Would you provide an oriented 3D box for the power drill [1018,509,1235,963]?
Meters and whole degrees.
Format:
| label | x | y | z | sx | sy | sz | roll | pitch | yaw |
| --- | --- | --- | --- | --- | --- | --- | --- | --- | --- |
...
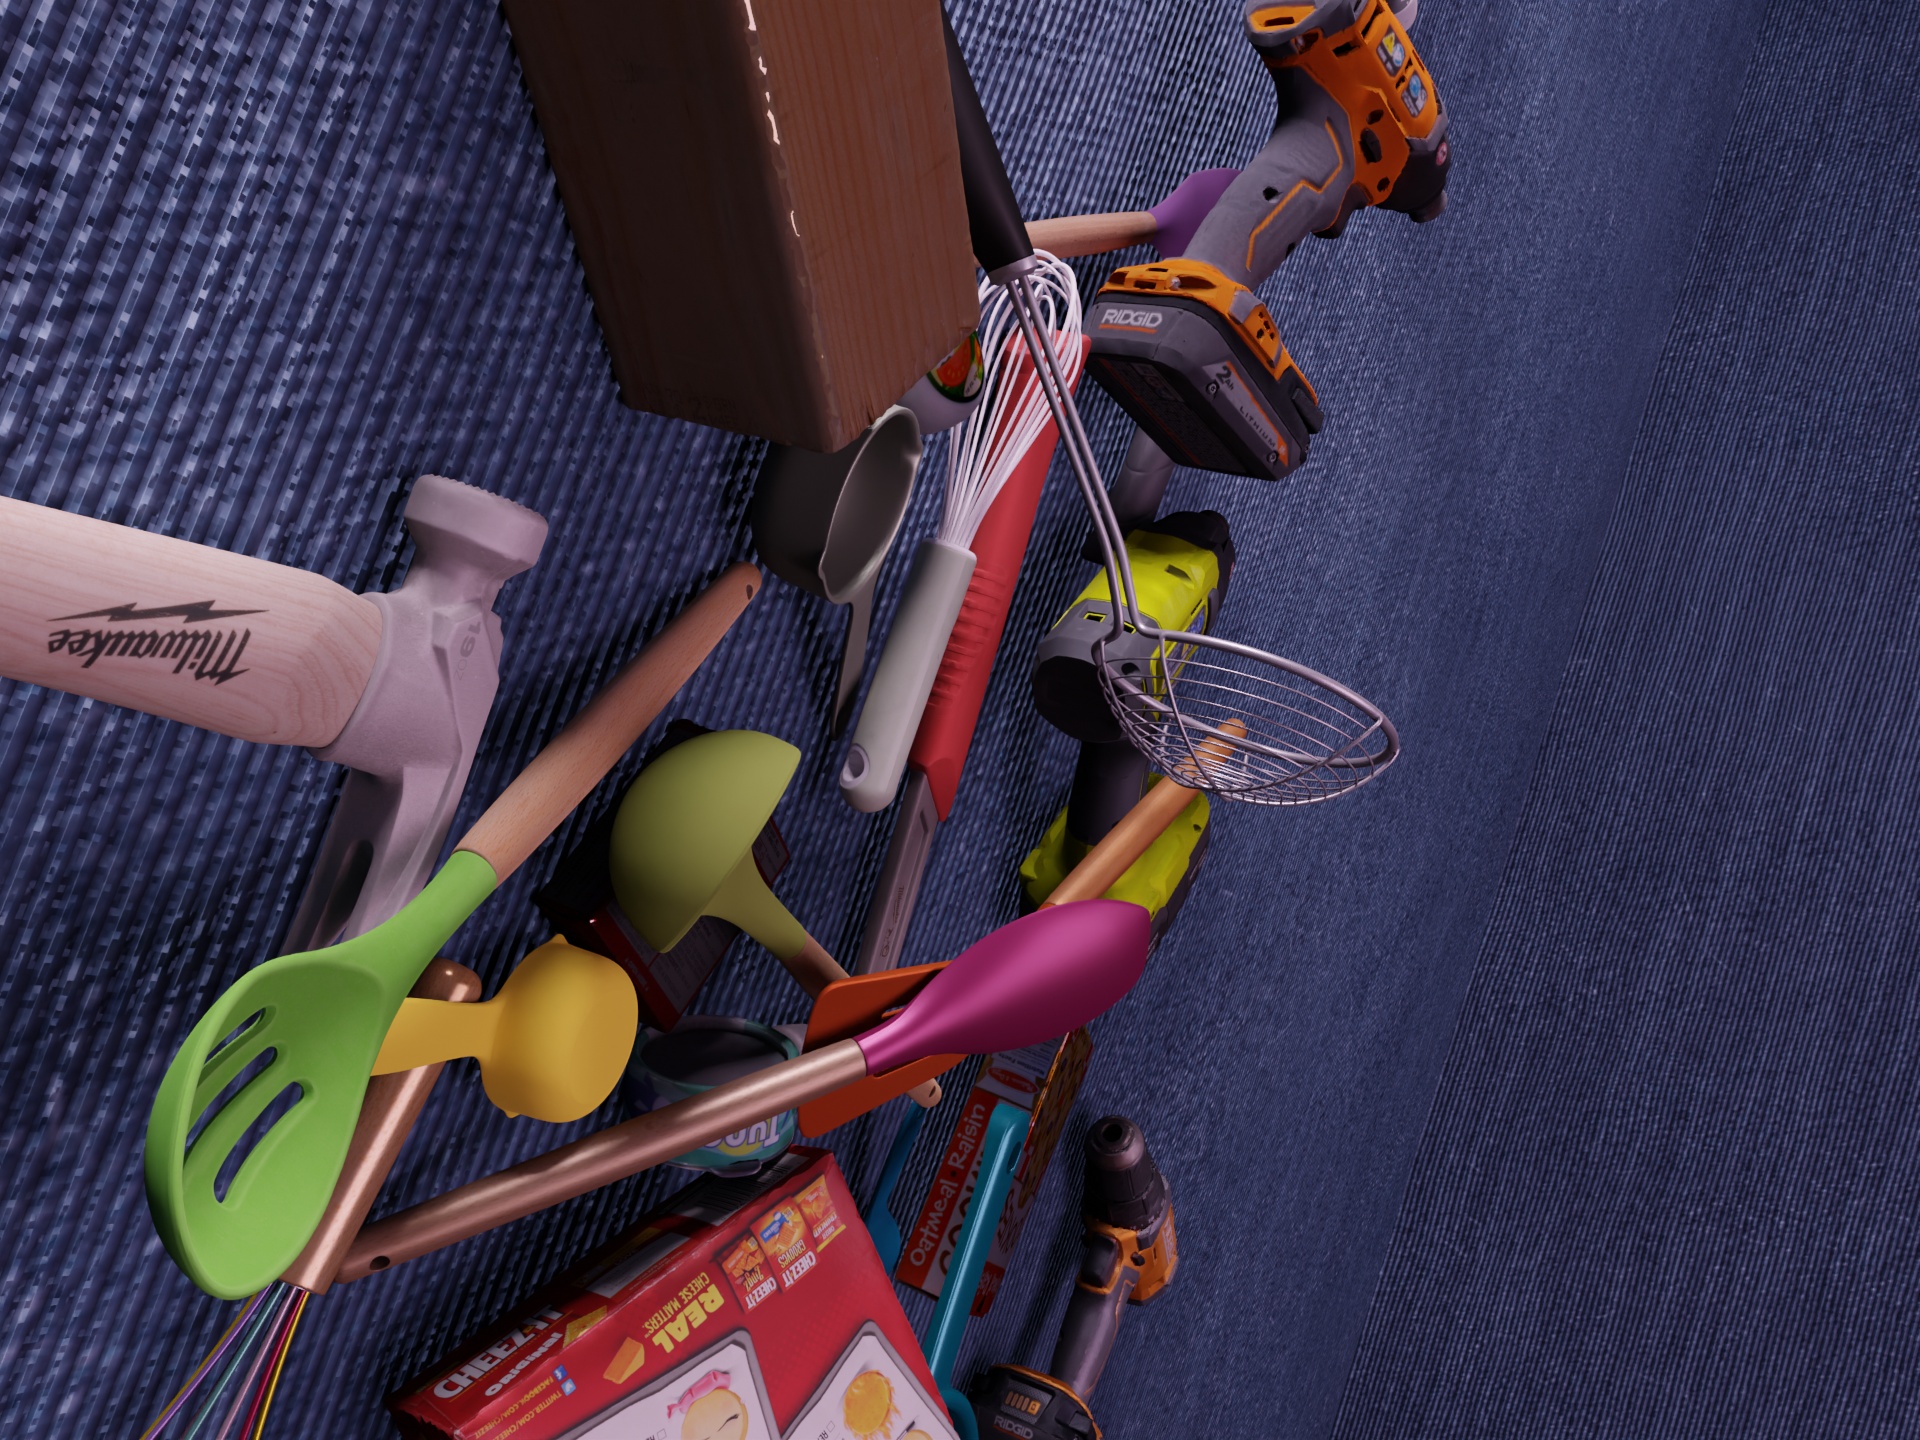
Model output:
| label | x | y | z | sx | sy | sz | roll | pitch | yaw |
| --- | --- | --- | --- | --- | --- | --- | --- | --- | --- |
| power drill | 0.093 | 0.008 | 0.836 | 0.171 | 0.080 | 0.223 | -50 | 151 | -44 |

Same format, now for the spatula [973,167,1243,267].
| label | x | y | z | sx | sy | sz | roll | pitch | yaw |
| --- | --- | --- | --- | --- | --- | --- | --- | --- | --- |
| spatula | 0.078 | -0.236 | 0.774 | 0.316 | 0.018 | 0.059 | -30 | 133 | -54 |

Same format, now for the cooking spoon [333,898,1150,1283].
| label | x | y | z | sx | sy | sz | roll | pitch | yaw |
| --- | --- | --- | --- | --- | --- | --- | --- | --- | --- |
| cooking spoon | -0.059 | 0.129 | 0.563 | 0.319 | 0.017 | 0.068 | -16 | 126 | -27 |

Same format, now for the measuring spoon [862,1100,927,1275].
| label | x | y | z | sx | sy | sz | roll | pitch | yaw |
| --- | --- | --- | --- | --- | --- | --- | --- | --- | --- |
| measuring spoon | -0.030 | 0.235 | 0.791 | 0.042 | 0.021 | 0.128 | -23 | 138 | -57 |

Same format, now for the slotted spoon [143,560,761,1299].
| label | x | y | z | sx | sy | sz | roll | pitch | yaw |
| --- | --- | --- | --- | --- | --- | --- | --- | --- | --- |
| slotted spoon | -0.127 | 0.030 | 0.463 | 0.314 | 0.031 | 0.070 | -60 | 150 | -52 |

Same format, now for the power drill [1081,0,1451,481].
| label | x | y | z | sx | sy | sz | roll | pitch | yaw |
| --- | --- | --- | --- | --- | --- | --- | --- | --- | --- |
| power drill | 0.165 | -0.235 | 0.781 | 0.164 | 0.084 | 0.226 | 35 | 80 | -43 |

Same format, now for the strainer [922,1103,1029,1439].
| label | x | y | z | sx | sy | sz | roll | pitch | yaw |
| --- | --- | --- | --- | --- | --- | --- | --- | --- | --- |
| strainer | -0.061 | 0.333 | 0.740 | 0.210 | 0.095 | 0.340 | 37 | 70 | -62 |

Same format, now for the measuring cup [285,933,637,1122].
| label | x | y | z | sx | sy | sz | roll | pitch | yaw |
| --- | --- | --- | --- | --- | --- | --- | --- | --- | --- |
| measuring cup | -0.141 | 0.096 | 0.475 | 0.156 | 0.029 | 0.062 | 30 | 73 | -73 |

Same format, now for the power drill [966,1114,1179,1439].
| label | x | y | z | sx | sy | sz | roll | pitch | yaw |
| --- | --- | --- | --- | --- | --- | --- | --- | --- | --- |
| power drill | 0.081 | 0.388 | 1.052 | 0.226 | 0.084 | 0.185 | -57 | 148 | -38 |

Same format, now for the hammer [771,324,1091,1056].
| label | x | y | z | sx | sy | sz | roll | pitch | yaw |
| --- | --- | --- | --- | --- | --- | --- | --- | --- | --- |
| hammer | -0.001 | -0.002 | 0.732 | 0.149 | 0.037 | 0.359 | 13 | 93 | -63 |

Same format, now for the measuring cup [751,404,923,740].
| label | x | y | z | sx | sy | sz | roll | pitch | yaw |
| --- | --- | --- | --- | --- | --- | --- | --- | --- | --- |
| measuring cup | -0.054 | -0.054 | 0.619 | 0.083 | 0.038 | 0.167 | -56 | 165 | -41 |

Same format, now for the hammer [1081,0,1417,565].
| label | x | y | z | sx | sy | sz | roll | pitch | yaw |
| --- | --- | --- | --- | --- | --- | --- | --- | --- | --- |
| hammer | 0.157 | -0.266 | 0.858 | 0.409 | 0.036 | 0.149 | -66 | 159 | -6 |

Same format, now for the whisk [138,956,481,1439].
| label | x | y | z | sx | sy | sz | roll | pitch | yaw |
| --- | --- | --- | --- | --- | --- | --- | --- | --- | --- |
| whisk | -0.205 | 0.179 | 0.450 | 0.051 | 0.047 | 0.245 | 77 | 33 | -62 |

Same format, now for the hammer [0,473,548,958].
| label | x | y | z | sx | sy | sz | roll | pitch | yaw |
| --- | --- | --- | --- | --- | --- | --- | --- | --- | --- |
| hammer | -0.237 | -0.030 | 0.280 | 0.410 | 0.038 | 0.146 | 24 | 85 | -62 |

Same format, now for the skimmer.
| label | x | y | z | sx | sy | sz | roll | pitch | yaw |
| --- | --- | --- | --- | --- | --- | --- | --- | --- | --- |
| skimmer | 0.063 | -0.123 | 0.613 | 0.090 | 0.127 | 0.363 | -29 | 105 | -28 |

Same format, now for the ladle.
| label | x | y | z | sx | sy | sz | roll | pitch | yaw |
| --- | --- | --- | --- | --- | --- | --- | --- | --- | --- |
| ladle | -0.047 | 0.100 | 0.611 | 0.078 | 0.062 | 0.319 | -58 | 151 | -19 |

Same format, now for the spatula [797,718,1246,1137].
| label | x | y | z | sx | sy | sz | roll | pitch | yaw |
| --- | --- | --- | --- | --- | --- | --- | --- | --- | --- |
| spatula | 0.045 | 0.069 | 0.690 | 0.322 | 0.041 | 0.081 | -38 | 146 | -47 |

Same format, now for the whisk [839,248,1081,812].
| label | x | y | z | sx | sy | sz | roll | pitch | yaw |
| --- | --- | --- | --- | --- | --- | --- | --- | --- | --- |
| whisk | -0.002 | -0.078 | 0.664 | 0.059 | 0.058 | 0.246 | 19 | 90 | -40 |
